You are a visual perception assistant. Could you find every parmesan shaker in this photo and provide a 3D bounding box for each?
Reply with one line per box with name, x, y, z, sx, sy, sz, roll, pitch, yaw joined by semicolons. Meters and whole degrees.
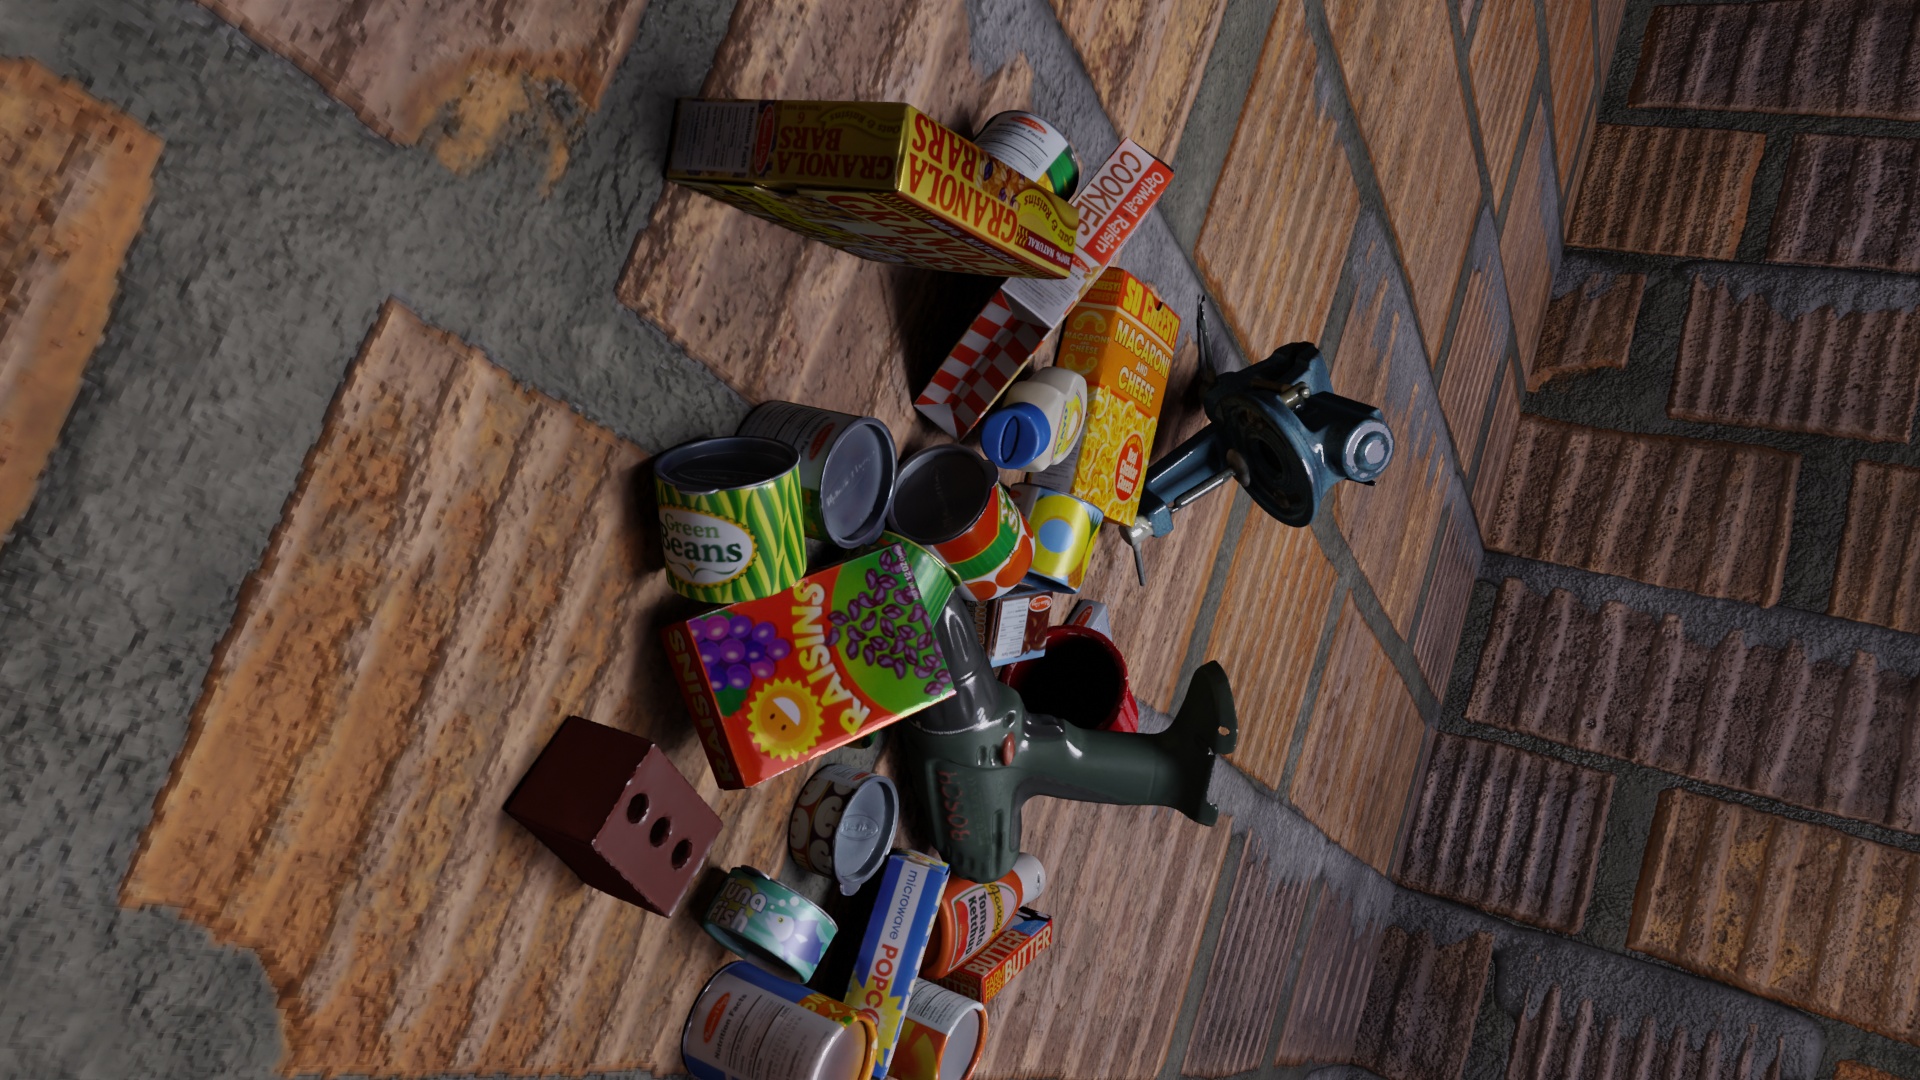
parmesan shaker;-0.052;0.054;0.756;0.103;0.071;0.071;-62;148;-25

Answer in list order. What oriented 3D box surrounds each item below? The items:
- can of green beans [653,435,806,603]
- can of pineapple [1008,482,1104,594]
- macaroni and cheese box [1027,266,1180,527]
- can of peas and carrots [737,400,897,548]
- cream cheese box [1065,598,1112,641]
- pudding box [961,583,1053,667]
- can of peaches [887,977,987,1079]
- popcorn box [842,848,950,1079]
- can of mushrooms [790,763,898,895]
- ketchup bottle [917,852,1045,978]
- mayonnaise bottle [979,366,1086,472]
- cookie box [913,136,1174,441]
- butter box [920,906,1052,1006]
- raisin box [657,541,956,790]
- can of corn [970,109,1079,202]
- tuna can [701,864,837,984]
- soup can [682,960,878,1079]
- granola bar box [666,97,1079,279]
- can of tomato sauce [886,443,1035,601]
can of green beans;-0.106;-0.010;0.643;0.071;0.071;0.057;-34;130;-51
can of pineapple;0.058;0.000;0.932;0.071;0.071;0.058;33;73;-59
macaroni and cheese box;0.108;-0.101;1.009;0.124;0.040;0.166;18;86;-62
can of peas and carrots;-0.073;-0.032;0.699;0.071;0.059;0.070;-33;129;-52
cream cheese box;0.100;0.102;1.091;0.054;0.024;0.103;-51;141;-37
pudding box;0.030;0.058;0.945;0.084;0.030;0.049;-3;103;-60
can of peaches;-0.022;0.334;0.932;0.071;0.058;0.071;-30;126;-53
popcorn box;-0.043;0.256;0.854;0.085;0.038;0.127;91;16;-80
can of mushrooms;-0.068;0.168;0.811;0.071;0.033;0.070;-32;128;-53
ketchup bottle;0.011;0.254;0.974;0.149;0.043;0.064;-6;101;-60
mayonnaise bottle;0.047;-0.072;0.873;0.148;0.041;0.064;-39;142;-72
cookie box;0.051;-0.149;0.822;0.168;0.040;0.122;-53;-177;-37
butter box;0.020;0.293;0.994;0.104;0.053;0.024;-20;117;-57
raisin box;-0.073;0.060;0.683;0.124;0.040;0.086;-21;92;-33
can of corn;0.026;-0.202;0.801;0.058;0.071;0.070;-54;144;-34
tuna can;-0.102;0.202;0.732;0.033;0.071;0.070;-59;146;-28
soup can;-0.095;0.275;0.754;0.072;0.084;0.071;-32;128;-53
granola bar box;-0.035;-0.161;0.649;0.166;0.124;0.039;6;95;-61
can of tomato sauce;0.003;-0.010;0.831;0.071;0.071;0.083;-67;150;-18
